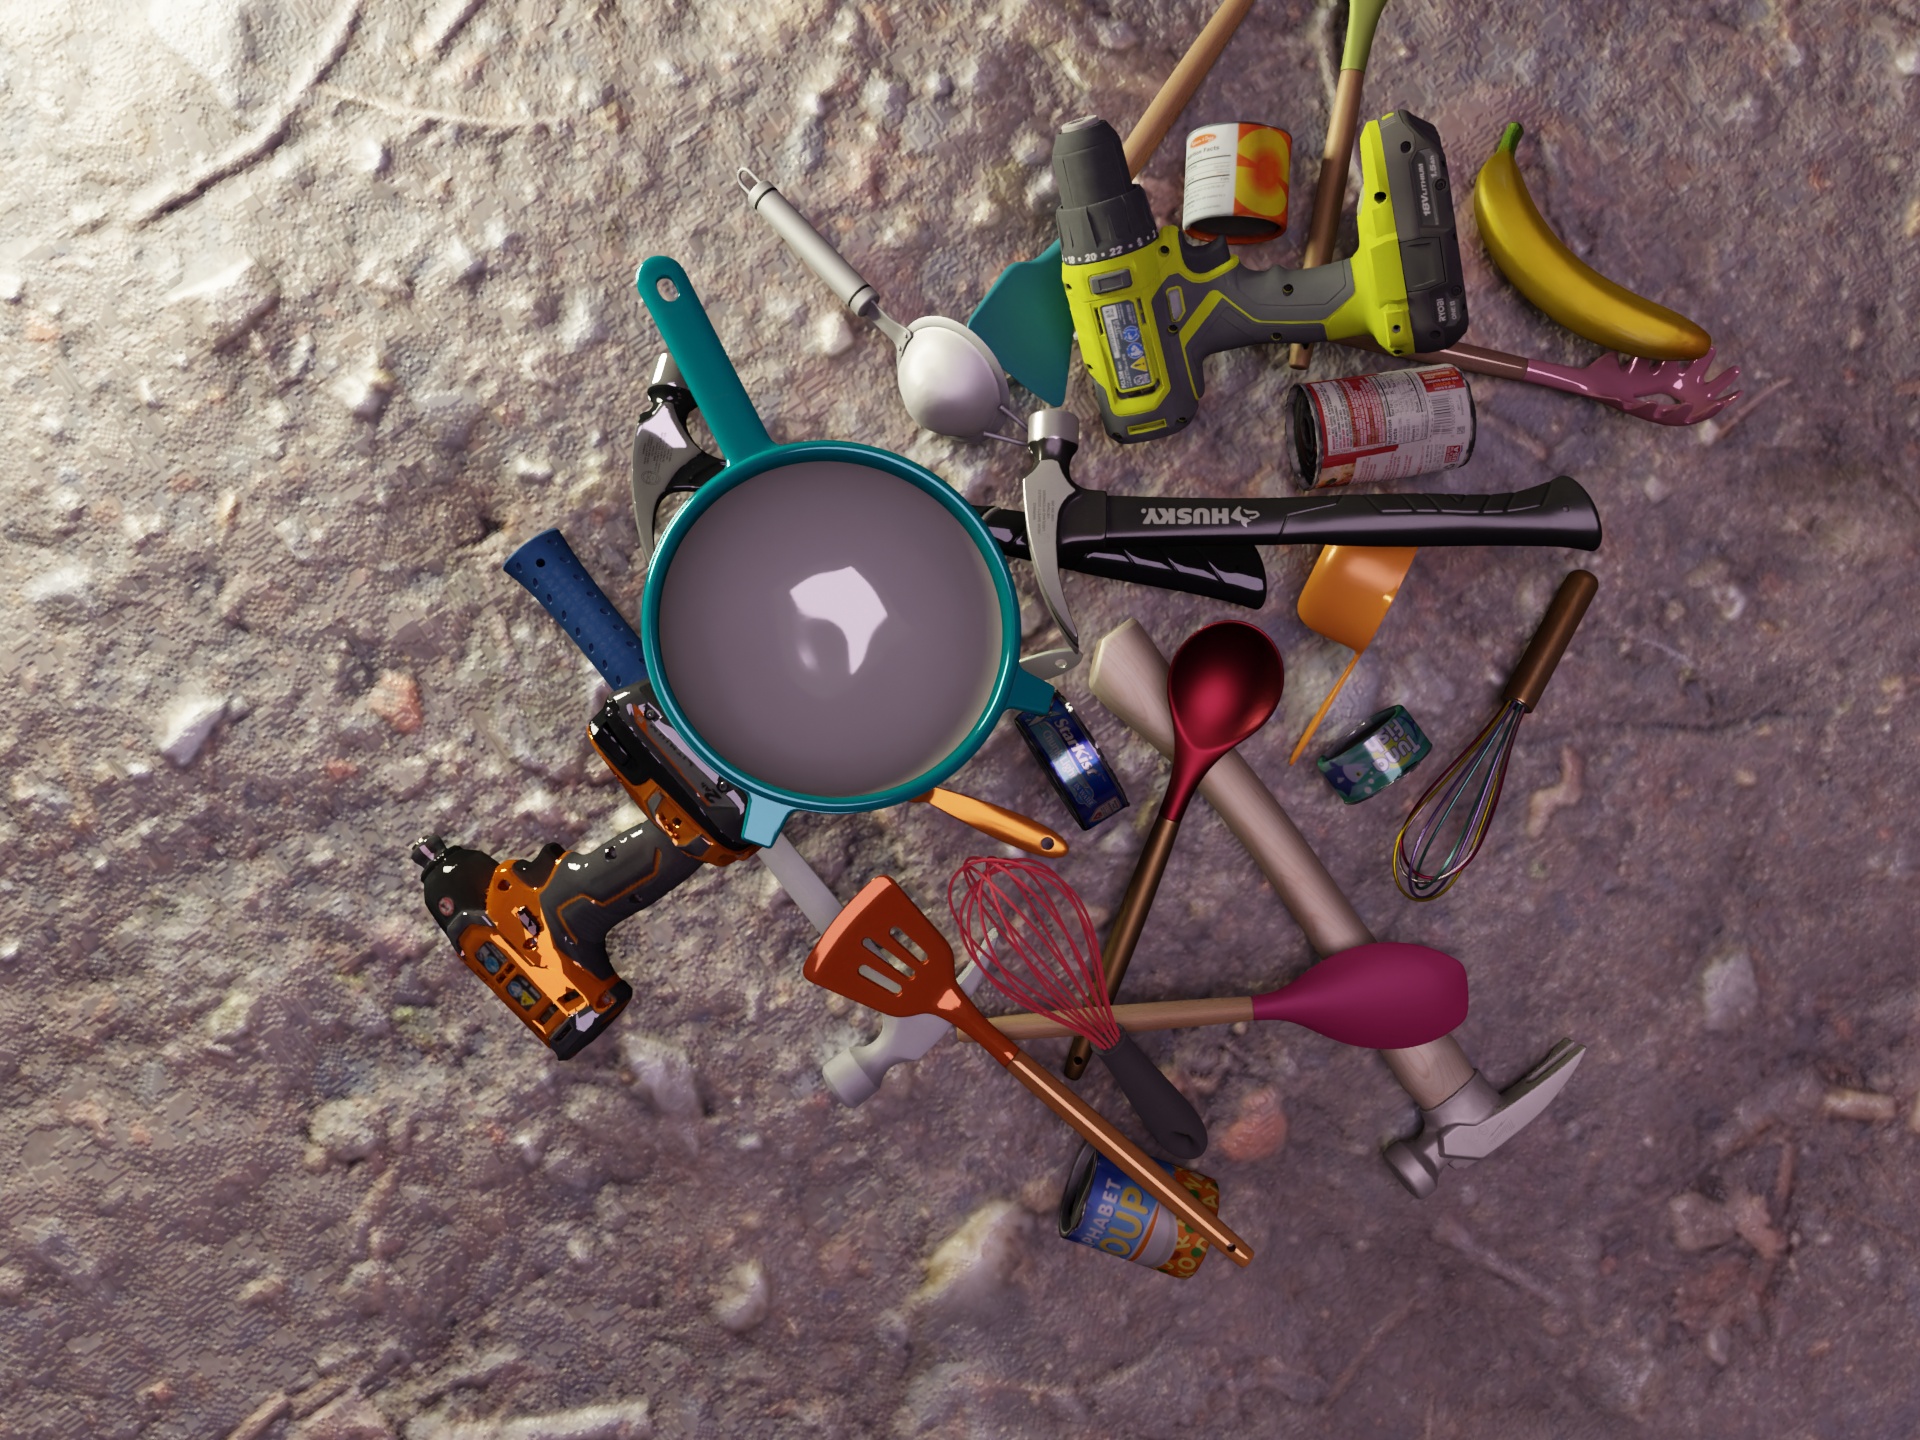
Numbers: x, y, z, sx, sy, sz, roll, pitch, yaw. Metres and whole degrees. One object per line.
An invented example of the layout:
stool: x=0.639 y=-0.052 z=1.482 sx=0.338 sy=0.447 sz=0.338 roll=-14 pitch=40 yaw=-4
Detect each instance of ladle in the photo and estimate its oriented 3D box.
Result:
ladle: x=0.241 y=-0.381 z=1.011 sx=0.078 sy=0.062 sz=0.320 roll=10 pitch=92 yaw=-4
ladle: x=0.123 y=0.085 z=0.994 sx=0.069 sy=0.031 sz=0.315 roll=21 pitch=102 yaw=8

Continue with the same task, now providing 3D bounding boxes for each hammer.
hammer: x=-0.139 y=0.045 z=1.005 sx=0.144 sy=0.035 sz=0.405 roll=-39 pitch=92 yaw=-1
hammer: x=0.228 y=0.101 z=1.020 sx=0.146 sy=0.038 sz=0.410 roll=-37 pitch=91 yaw=-3
hammer: x=0.204 y=-0.113 z=0.940 sx=0.335 sy=0.035 sz=0.146 roll=0 pitch=76 yaw=5
hammer: x=-0.005 y=-0.122 z=1.000 sx=0.409 sy=0.036 sz=0.149 roll=10 pitch=75 yaw=-5

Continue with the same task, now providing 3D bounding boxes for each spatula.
spatula: x=0.049 y=0.223 z=0.965 sx=0.322 sy=0.041 sz=0.081 roll=40 pitch=90 yaw=6
spatula: x=0.110 y=-0.350 z=1.010 sx=0.082 sy=0.044 sz=0.317 roll=35 pitch=87 yaw=-26

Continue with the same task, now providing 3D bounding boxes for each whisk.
whisk: x=0.080 y=0.179 z=0.949 sx=0.073 sy=0.073 sz=0.295 roll=-37 pitch=123 yaw=-2
whisk: x=0.342 y=0.007 z=1.011 sx=0.047 sy=0.051 sz=0.245 roll=30 pitch=81 yaw=11

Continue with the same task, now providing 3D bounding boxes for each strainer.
strainer: x=-0.056 y=-0.255 z=0.996 sx=0.258 sy=0.086 sz=0.050 roll=47 pitch=54 yaw=9
strainer: x=-0.106 y=-0.103 z=0.922 sx=0.211 sy=0.095 sz=0.340 roll=-26 pitch=85 yaw=-14

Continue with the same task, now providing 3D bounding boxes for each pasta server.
pasta server: x=0.338 y=-0.237 z=1.022 sx=0.316 sy=0.040 sz=0.060 roll=12 pitch=56 yaw=0

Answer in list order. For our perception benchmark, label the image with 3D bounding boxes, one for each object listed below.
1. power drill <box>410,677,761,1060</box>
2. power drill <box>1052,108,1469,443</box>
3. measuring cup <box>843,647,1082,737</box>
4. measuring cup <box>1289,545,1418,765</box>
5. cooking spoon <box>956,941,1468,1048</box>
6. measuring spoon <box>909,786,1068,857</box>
power drill: x=-0.225 y=0.077 z=0.959 sx=0.164 sy=0.084 sz=0.226 roll=44 pitch=107 yaw=3
power drill: x=0.171 y=-0.279 z=0.941 sx=0.228 sy=0.080 sz=0.190 roll=-9 pitch=116 yaw=17
measuring cup: x=-0.002 y=-0.003 z=0.976 sx=0.167 sy=0.038 sz=0.083 roll=-20 pitch=130 yaw=16
measuring cup: x=0.230 y=-0.055 z=1.007 sx=0.052 sy=0.095 sz=0.173 roll=28 pitch=109 yaw=8
cooking spoon: x=0.156 y=0.182 z=0.994 sx=0.319 sy=0.017 sz=0.069 roll=-5 pitch=96 yaw=4
measuring spoon: x=0.016 y=0.062 z=1.023 sx=0.117 sy=0.011 sz=0.021 roll=23 pitch=89 yaw=-2
